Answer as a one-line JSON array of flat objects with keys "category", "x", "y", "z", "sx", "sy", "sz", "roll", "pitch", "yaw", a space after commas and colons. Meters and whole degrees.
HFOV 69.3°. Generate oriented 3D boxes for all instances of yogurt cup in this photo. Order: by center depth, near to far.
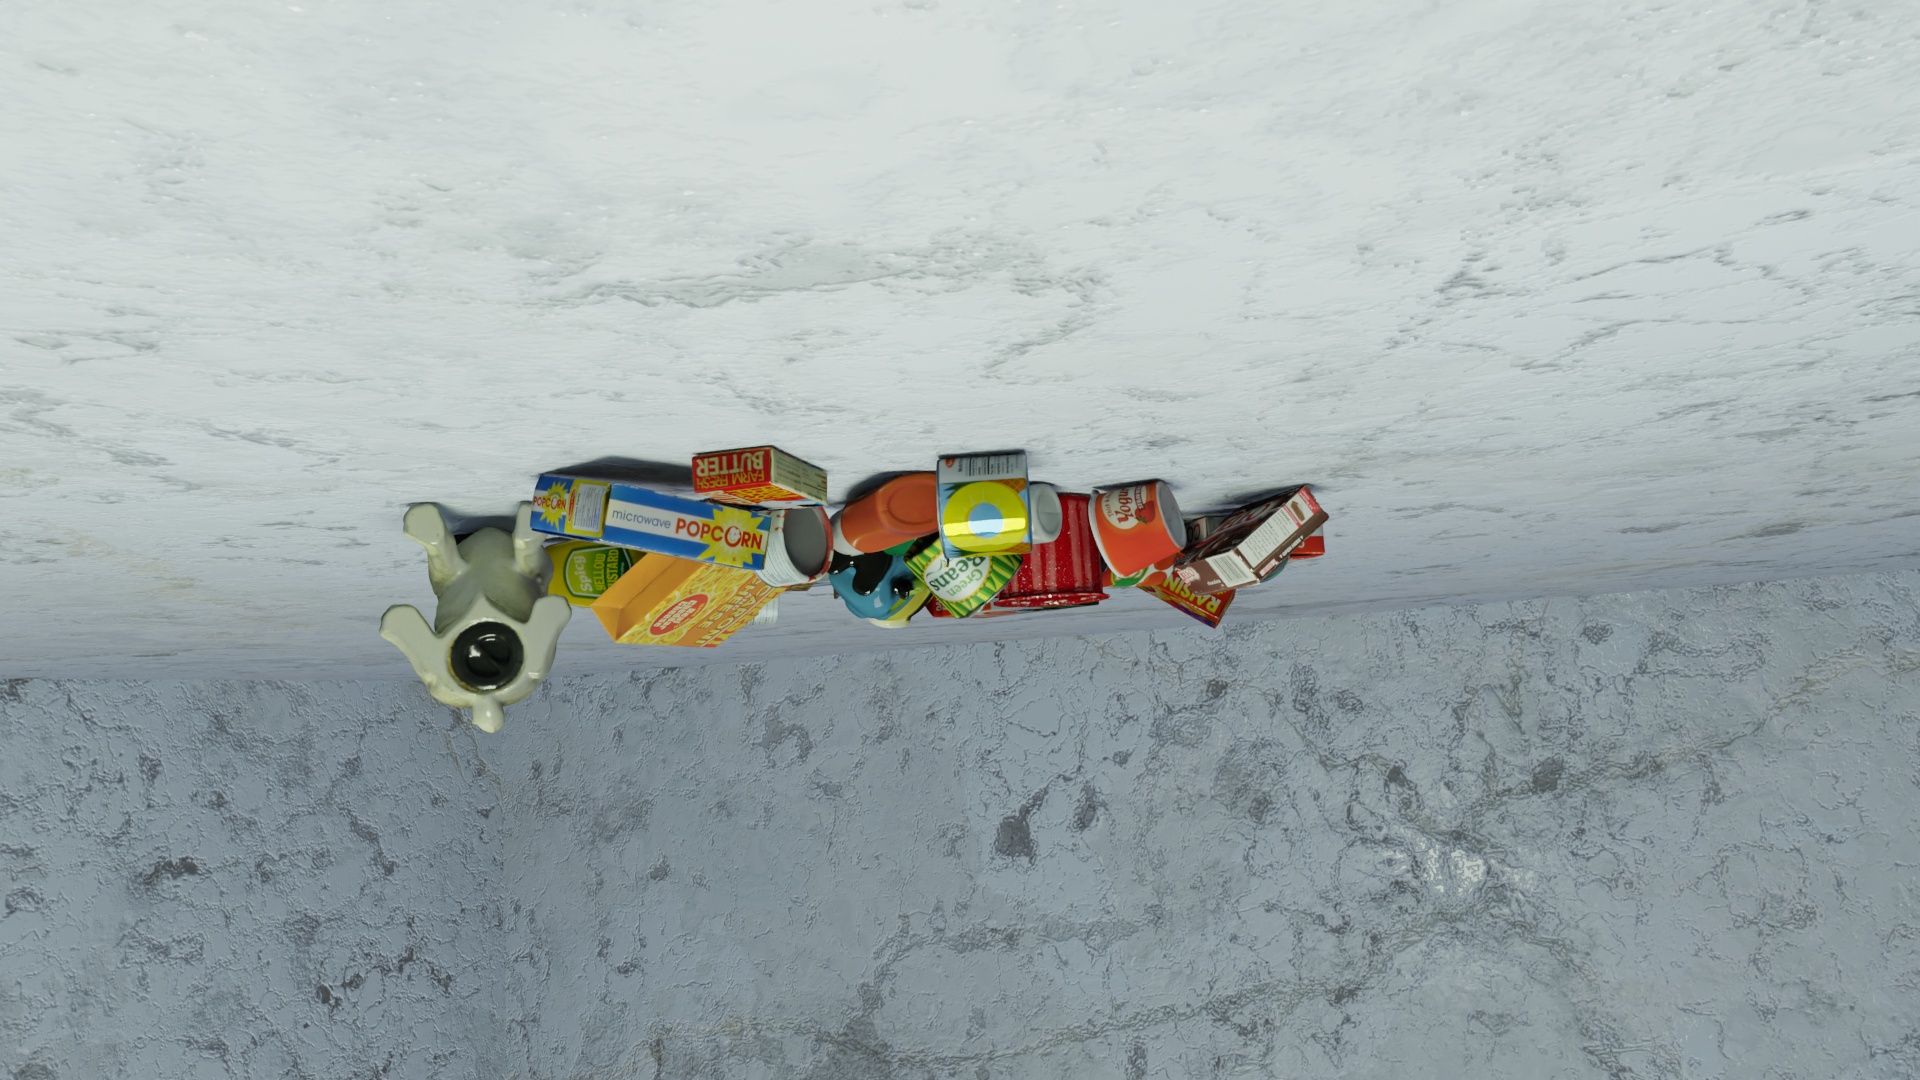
[{"category": "yogurt cup", "x": 0.135, "y": -0.011, "z": 1.049, "sx": 0.054, "sy": 0.072, "sz": 0.072, "roll": -20, "pitch": 166, "yaw": 24}]

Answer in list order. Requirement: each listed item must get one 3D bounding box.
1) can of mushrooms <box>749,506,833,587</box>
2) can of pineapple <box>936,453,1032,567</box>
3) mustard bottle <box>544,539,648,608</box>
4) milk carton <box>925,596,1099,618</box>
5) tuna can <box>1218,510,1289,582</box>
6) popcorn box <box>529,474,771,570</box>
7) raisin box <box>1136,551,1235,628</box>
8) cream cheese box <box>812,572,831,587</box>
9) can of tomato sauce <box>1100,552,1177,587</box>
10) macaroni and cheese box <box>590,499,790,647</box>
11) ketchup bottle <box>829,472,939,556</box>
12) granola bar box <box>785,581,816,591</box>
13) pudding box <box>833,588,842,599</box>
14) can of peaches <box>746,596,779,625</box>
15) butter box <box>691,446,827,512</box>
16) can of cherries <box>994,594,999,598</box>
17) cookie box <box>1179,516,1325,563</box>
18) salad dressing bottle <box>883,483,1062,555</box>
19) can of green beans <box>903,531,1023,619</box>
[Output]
[{"category": "can of mushrooms", "x": -0.123, "y": -0.002, "z": 1.008, "sx": 0.033, "sy": 0.071, "sz": 0.071, "roll": -9, "pitch": 171, "yaw": 30}, {"category": "can of pineapple", "x": 0.016, "y": -0.021, "z": 0.901, "sx": 0.058, "sy": 0.071, "sz": 0.071, "roll": -4, "pitch": 172, "yaw": 5}, {"category": "mustard bottle", "x": -0.309, "y": 0.027, "z": 1.151, "sx": 0.160, "sy": 0.065, "sz": 0.049, "roll": -3, "pitch": 177, "yaw": 18}, {"category": "milk carton", "x": 0.034, "y": 0.035, "z": 1.327, "sx": 0.190, "sy": 0.073, "sz": 0.072, "roll": -10, "pitch": 170, "yaw": 42}, {"category": "tuna can", "x": 0.261, "y": 0.005, "z": 1.229, "sx": 0.071, "sy": 0.071, "sz": 0.033, "roll": -5, "pitch": 173, "yaw": 14}, {"category": "popcorn box", "x": -0.197, "y": -0.011, "z": 0.887, "sx": 0.085, "sy": 0.038, "sz": 0.127, "roll": 6, "pitch": 175, "yaw": 44}, {"category": "raisin box", "x": 0.189, "y": 0.032, "z": 1.270, "sx": 0.123, "sy": 0.040, "sz": 0.086, "roll": 29, "pitch": 174, "yaw": 12}, {"category": "cream cheese box", "x": -0.155, "y": 0.034, "z": 1.430, "sx": 0.104, "sy": 0.024, "sz": 0.053, "roll": -6, "pitch": 174, "yaw": 21}, {"category": "can of tomato sauce", "x": 0.134, "y": 0.007, "z": 1.182, "sx": 0.083, "sy": 0.071, "sz": 0.071, "roll": 1, "pitch": 171, "yaw": -35}, {"category": "macaroni and cheese box", "x": -0.194, "y": 0.031, "z": 1.086, "sx": 0.123, "sy": 0.040, "sz": 0.166, "roll": -40, "pitch": 165, "yaw": 9}, {"category": "ketchup bottle", "x": -0.057, "y": -0.015, "z": 1.004, "sx": 0.065, "sy": 0.043, "sz": 0.148, "roll": -12, "pitch": 177, "yaw": -25}, {"category": "granola bar box", "x": -0.192, "y": 0.022, "z": 1.258, "sx": 0.124, "sy": 0.039, "sz": 0.165, "roll": -2, "pitch": 173, "yaw": -12}, {"category": "pudding box", "x": -0.080, "y": 0.029, "z": 1.321, "sx": 0.084, "sy": 0.050, "sz": 0.030, "roll": -3, "pitch": 171, "yaw": -12}, {"category": "can of peaches", "x": -0.212, "y": 0.050, "z": 1.373, "sx": 0.058, "sy": 0.071, "sz": 0.071, "roll": -2, "pitch": 172, "yaw": -16}, {"category": "butter box", "x": -0.125, "y": -0.037, "z": 0.879, "sx": 0.053, "sy": 0.024, "sz": 0.103, "roll": -6, "pitch": 173, "yaw": 13}, {"category": "can of cherries", "x": 0.043, "y": 0.020, "z": 1.220, "sx": 0.058, "sy": 0.071, "sz": 0.071, "roll": -7, "pitch": 171, "yaw": 29}, {"category": "cookie box", "x": 0.257, "y": 0.008, "z": 1.350, "sx": 0.123, "sy": 0.040, "sz": 0.167, "roll": -1, "pitch": 172, "yaw": -17}, {"category": "salad dressing bottle", "x": 0.004, "y": -0.013, "z": 1.059, "sx": 0.147, "sy": 0.044, "sz": 0.064, "roll": -7, "pitch": 176, "yaw": 33}, {"category": "can of green beans", "x": 0.002, "y": 0.013, "z": 0.989, "sx": 0.071, "sy": 0.058, "sz": 0.071, "roll": -41, "pitch": -169, "yaw": 10}]
